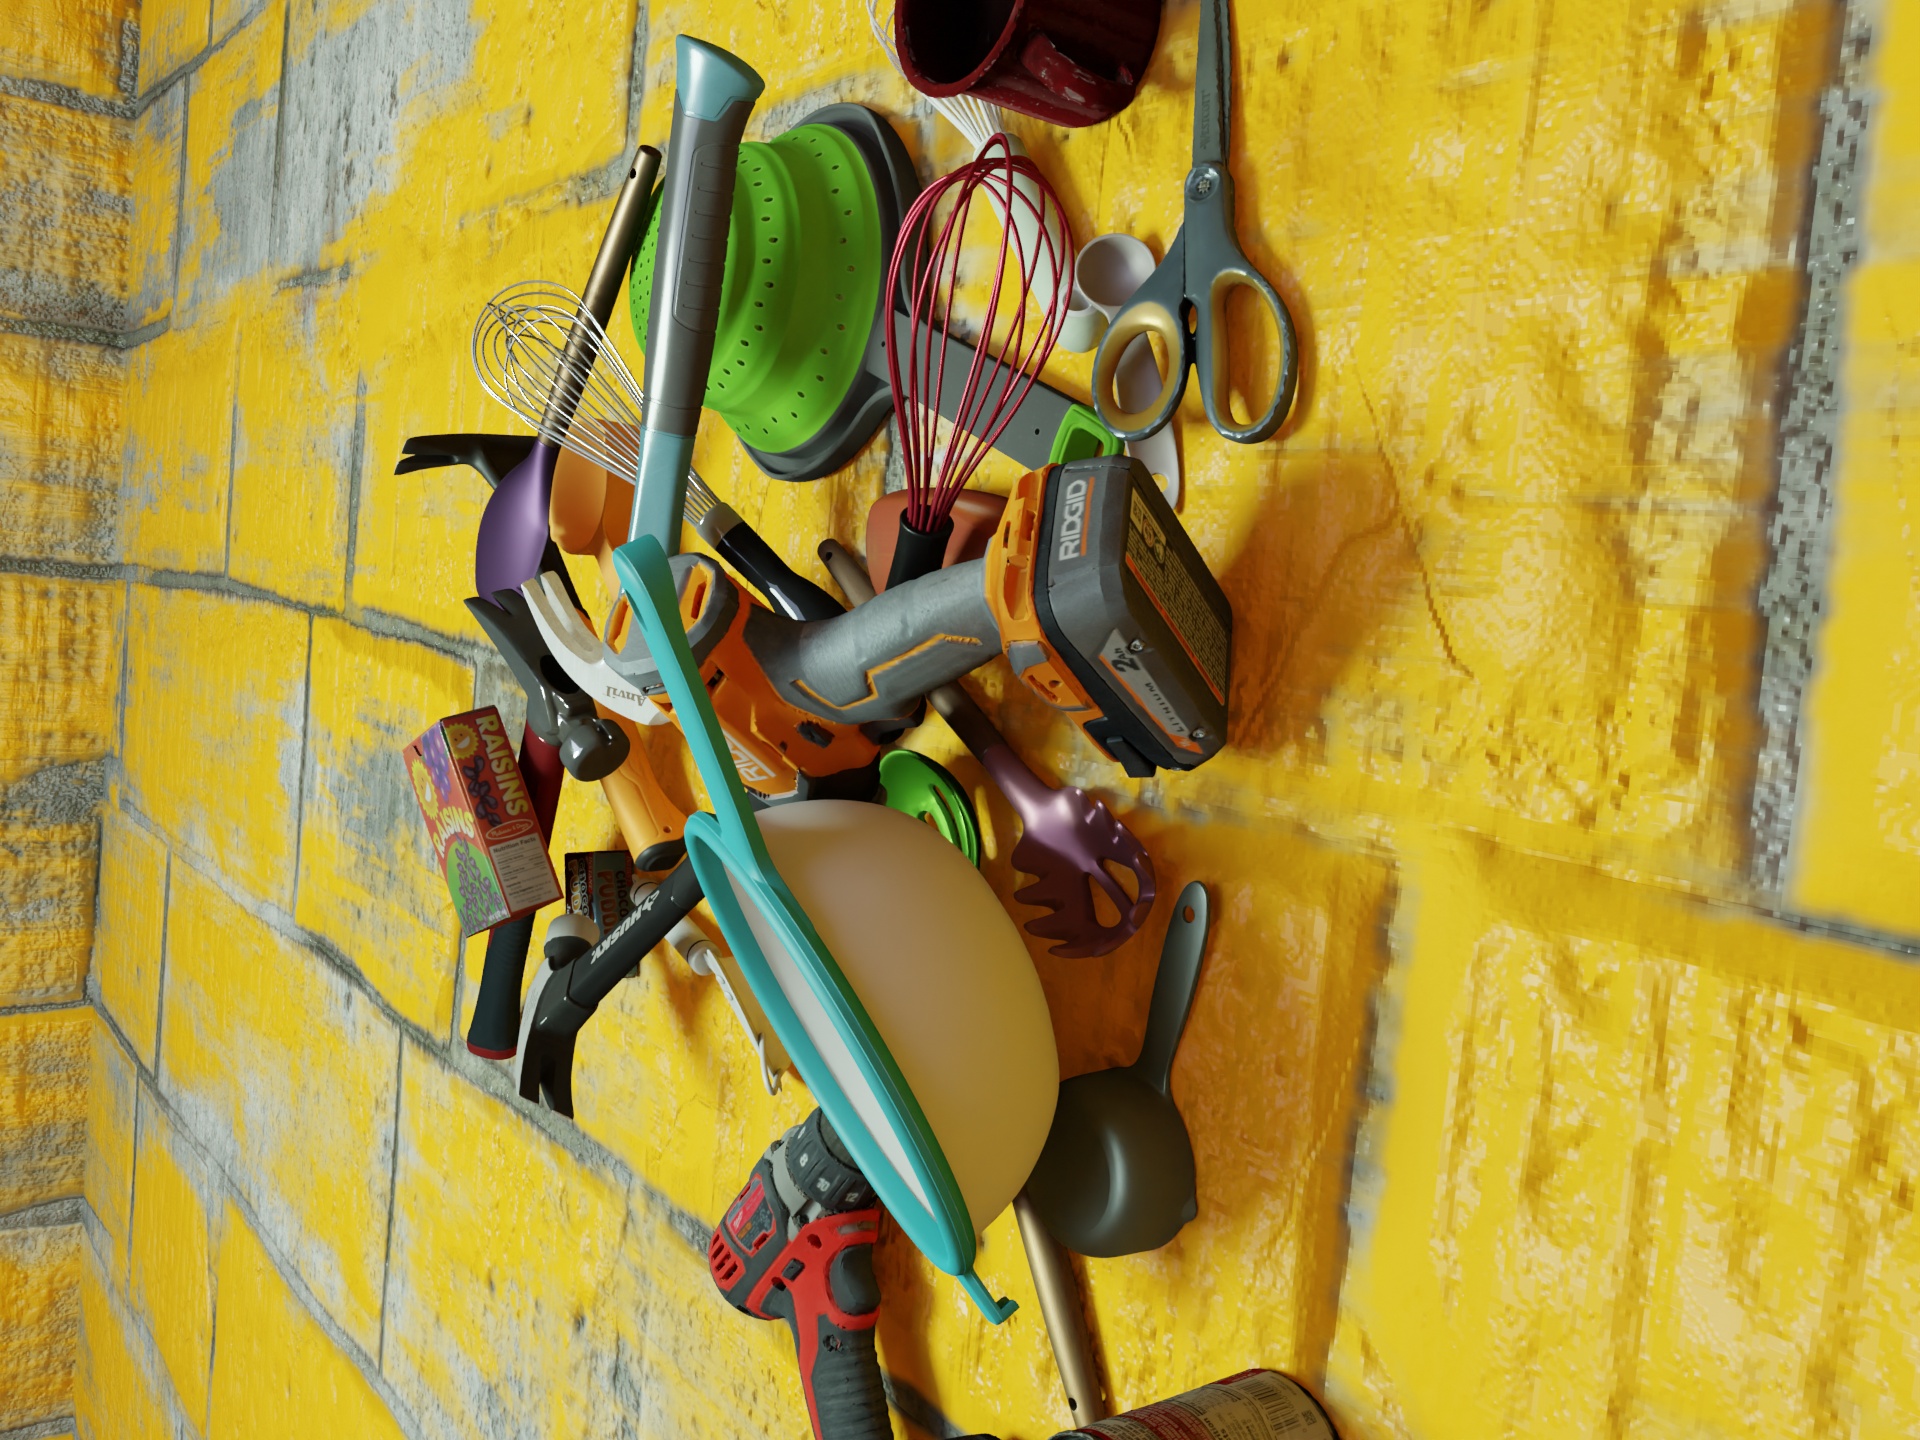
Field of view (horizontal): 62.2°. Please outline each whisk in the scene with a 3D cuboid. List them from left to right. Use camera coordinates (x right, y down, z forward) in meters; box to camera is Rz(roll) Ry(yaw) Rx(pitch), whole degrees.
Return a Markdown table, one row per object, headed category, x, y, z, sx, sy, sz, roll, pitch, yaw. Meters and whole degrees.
| category | x | y | z | sx | sy | sz | roll | pitch | yaw |
| --- | --- | --- | --- | --- | --- | --- | --- | --- | --- |
| whisk | -0.148 | -0.125 | 0.835 | 0.284 | 0.070 | 0.070 | 44 | 129 | 4 |
| whisk | -0.010 | -0.099 | 0.660 | 0.073 | 0.073 | 0.295 | 56 | 146 | 37 |
| whisk | 0.014 | -0.267 | 0.735 | 0.059 | 0.058 | 0.247 | 92 | 158 | -66 |

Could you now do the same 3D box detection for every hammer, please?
| category | x | y | z | sx | sy | sz | roll | pitch | yaw |
| --- | --- | --- | --- | --- | --- | --- | --- | --- | --- |
| hammer | -0.295 | 0.093 | 1.040 | 0.143 | 0.038 | 0.386 | 49 | 138 | 25 |
| hammer | -0.253 | -0.051 | 1.015 | 0.034 | 0.127 | 0.337 | -49 | 58 | 40 |
| hammer | -0.139 | -0.156 | 0.778 | 0.128 | 0.033 | 0.331 | 16 | 111 | 10 |
| hammer | -0.141 | 0.086 | 0.863 | 0.334 | 0.035 | 0.146 | -43 | 29 | 28 |

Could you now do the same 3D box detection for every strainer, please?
| category | x | y | z | sx | sy | sz | roll | pitch | yaw |
| --- | --- | --- | --- | --- | --- | --- | --- | --- | --- |
| strainer | -0.143 | 0.138 | 0.916 | 0.259 | 0.050 | 0.086 | 30 | 145 | 54 |
| strainer | -0.036 | 0.060 | 0.614 | 0.211 | 0.095 | 0.340 | 41 | 153 | 49 |

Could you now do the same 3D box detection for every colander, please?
| category | x | y | z | sx | sy | sz | roll | pitch | yaw |
| --- | --- | --- | --- | --- | --- | --- | --- | --- | --- |
| colander | -0.069 | -0.197 | 0.791 | 0.398 | 0.094 | 0.204 | 40 | 119 | 45 |

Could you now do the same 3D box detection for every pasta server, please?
| category | x | y | z | sx | sy | sz | roll | pitch | yaw |
| --- | --- | --- | --- | --- | --- | --- | --- | --- | --- |
| pasta server | -0.001 | -0.002 | 0.745 | 0.060 | 0.040 | 0.317 | -50 | 48 | 12 |

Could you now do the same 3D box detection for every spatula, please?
| category | x | y | z | sx | sy | sz | roll | pitch | yaw |
| --- | --- | --- | --- | --- | --- | --- | --- | --- | --- |
| spatula | -0.227 | -0.182 | 0.904 | 0.060 | 0.018 | 0.315 | 47 | 127 | 21 |

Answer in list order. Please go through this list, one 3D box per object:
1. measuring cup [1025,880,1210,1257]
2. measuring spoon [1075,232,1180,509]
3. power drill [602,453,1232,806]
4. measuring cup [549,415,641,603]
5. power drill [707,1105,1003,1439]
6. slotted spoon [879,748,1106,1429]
| category | x | y | z | sx | sy | sz | roll | pitch | yaw |
| --- | --- | --- | --- | --- | --- | --- | --- | --- | --- |
| measuring cup | 0.067 | 0.143 | 0.650 | 0.083 | 0.038 | 0.167 | 31 | 115 | 48 |
| measuring spoon | 0.074 | -0.144 | 0.671 | 0.018 | 0.034 | 0.124 | 64 | -164 | -83 |
| power drill | -0.009 | -0.016 | 0.645 | 0.226 | 0.164 | 0.084 | -11 | 53 | 28 |
| measuring cup | -0.205 | -0.115 | 0.997 | 0.095 | 0.052 | 0.174 | -52 | 53 | 37 |
| power drill | -0.039 | 0.289 | 0.754 | 0.187 | 0.080 | 0.227 | -56 | 45 | 33 |
| slotted spoon | 0.017 | 0.160 | 0.725 | 0.070 | 0.031 | 0.314 | -38 | 62 | 51 |
